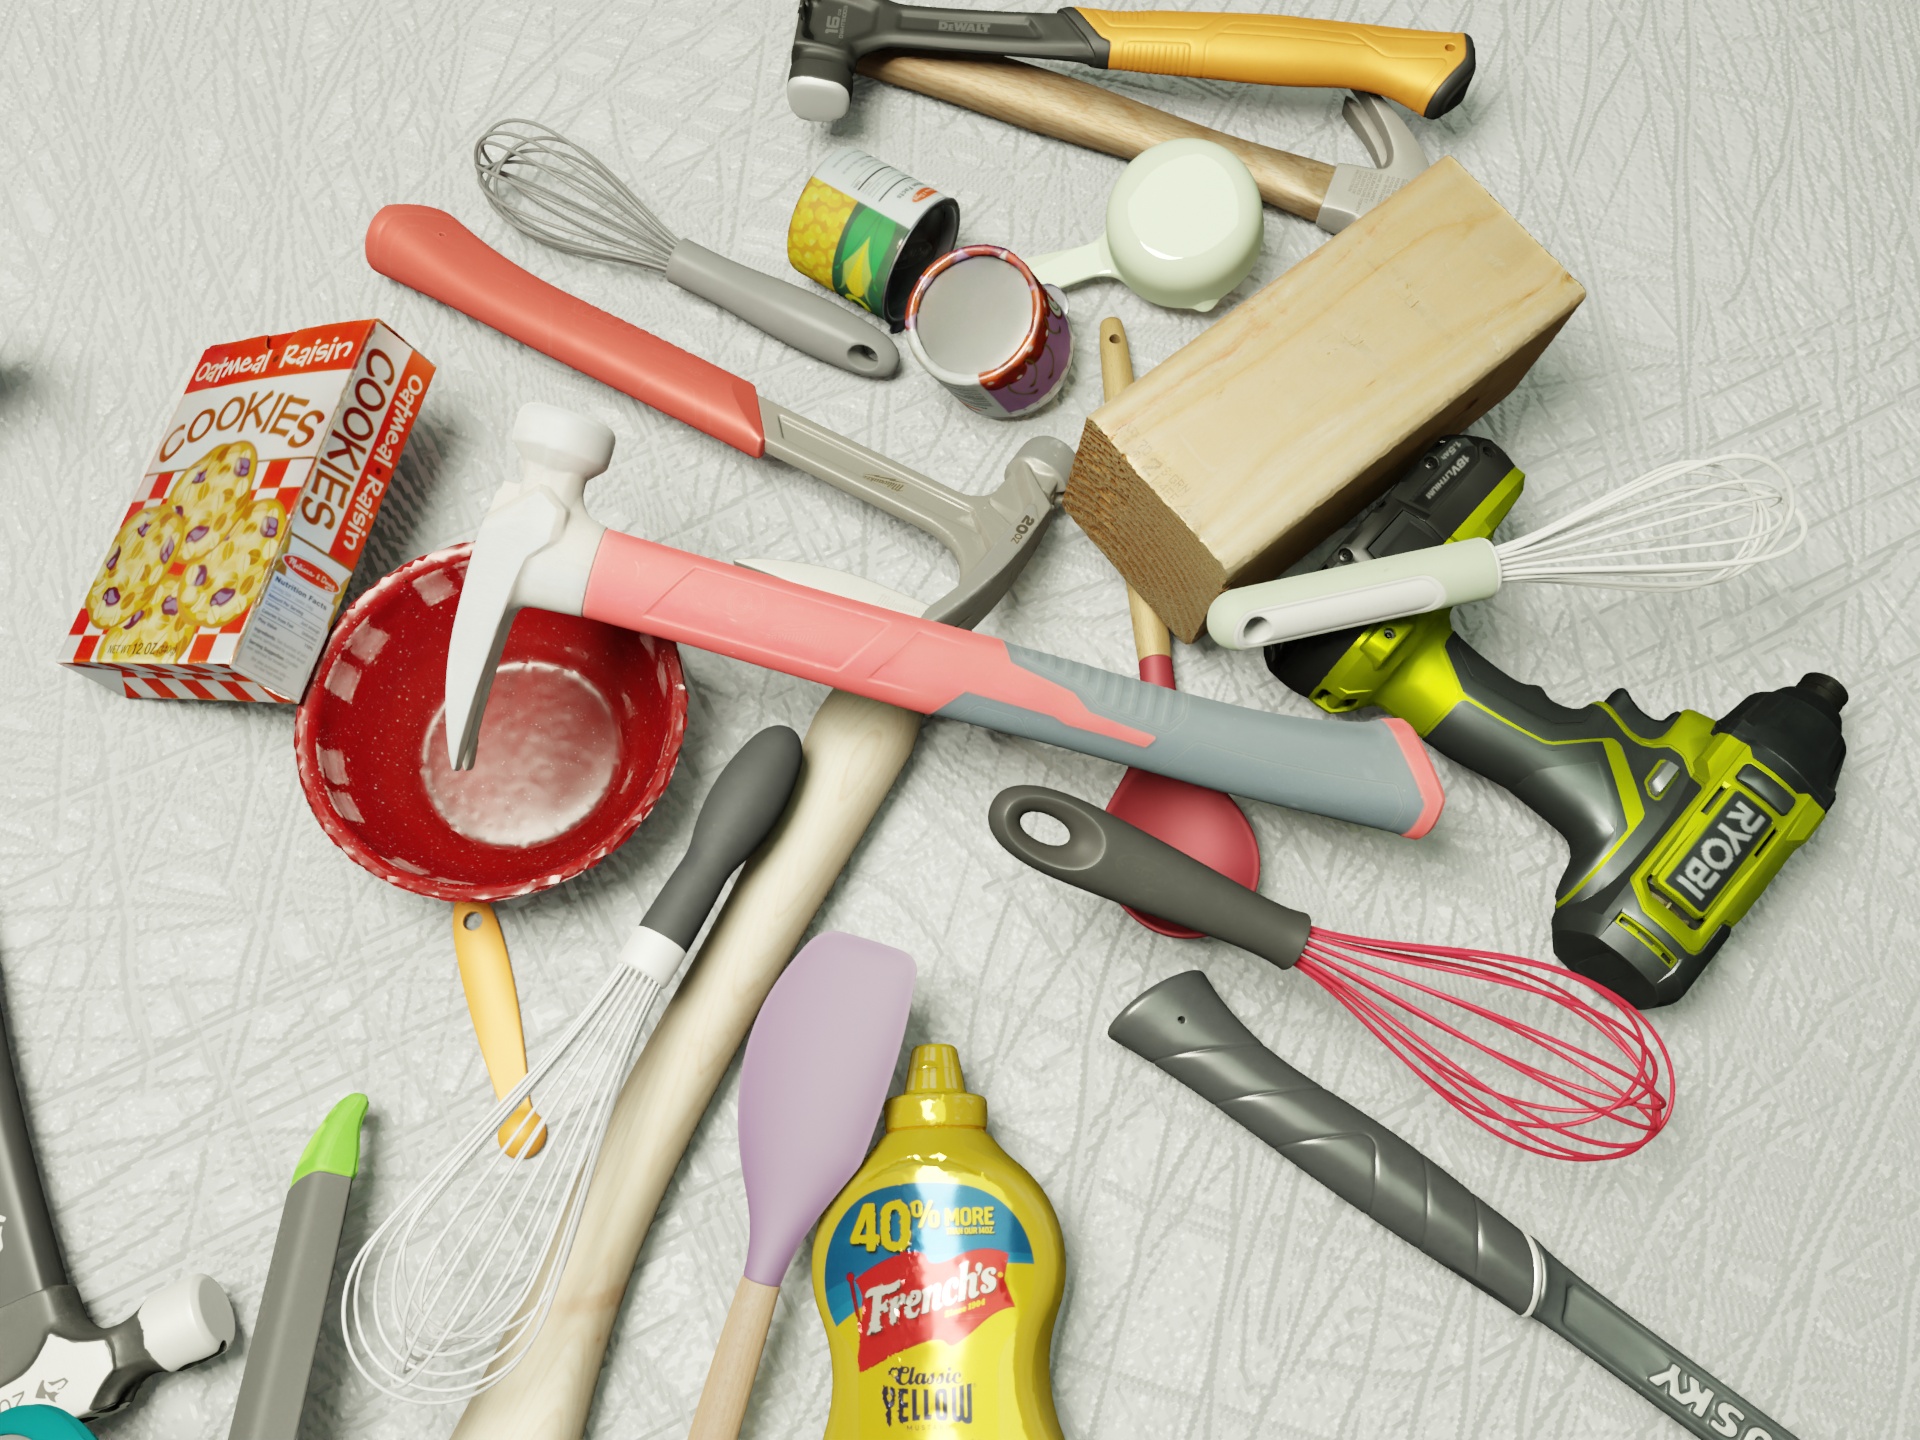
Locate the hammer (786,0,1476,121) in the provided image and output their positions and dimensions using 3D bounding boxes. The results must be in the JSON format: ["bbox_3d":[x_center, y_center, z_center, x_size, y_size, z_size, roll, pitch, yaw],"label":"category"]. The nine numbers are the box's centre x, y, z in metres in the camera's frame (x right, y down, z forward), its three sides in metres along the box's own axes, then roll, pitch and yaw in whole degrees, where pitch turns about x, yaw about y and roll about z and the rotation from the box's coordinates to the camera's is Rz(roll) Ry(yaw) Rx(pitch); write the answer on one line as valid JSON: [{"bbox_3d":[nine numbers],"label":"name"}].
[{"bbox_3d":[0.087,-0.346,0.797,0.337,0.034,0.127,6,71,2],"label":"hammer"}]

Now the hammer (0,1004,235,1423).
[{"bbox_3d":[-0.408,0.124,0.641,0.146,0.035,0.335,-23,70,-6],"label":"hammer"}]

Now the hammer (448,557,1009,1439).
[{"bbox_3d":[-0.113,0.121,0.649,0.146,0.038,0.411,23,71,9],"label":"hammer"}]

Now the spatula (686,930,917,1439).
[{"bbox_3d":[-0.084,0.233,0.590,0.060,0.018,0.316,13,79,16],"label":"spatula"}]

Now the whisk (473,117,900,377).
[{"bbox_3d":[-0.135,-0.227,0.776,0.239,0.055,0.055,27,71,4],"label":"whisk"}]

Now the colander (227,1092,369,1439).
[{"bbox_3d":[-0.217,0.325,0.538,0.094,0.204,0.398,23,48,-28],"label":"colander"}]

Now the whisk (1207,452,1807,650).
[{"bbox_3d":[0.218,-0.062,0.636,0.246,0.057,0.059,-12,39,-4],"label":"whisk"}]

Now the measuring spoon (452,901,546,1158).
[{"bbox_3d":[-0.193,0.123,0.659,0.021,0.011,0.117,-17,70,-7],"label":"measuring spoon"}]

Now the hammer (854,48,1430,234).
[{"bbox_3d":[0.080,-0.308,0.817,0.331,0.031,0.130,21,71,7],"label":"hammer"}]

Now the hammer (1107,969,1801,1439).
[{"bbox_3d":[0.232,0.231,0.614,0.409,0.036,0.149,35,73,12],"label":"hammer"}]

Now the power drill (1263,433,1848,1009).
[{"bbox_3d":[0.260,-0.011,0.686,0.223,0.080,0.171,42,75,10],"label":"power drill"}]

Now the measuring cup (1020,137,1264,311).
[{"bbox_3d":[0.064,-0.229,0.767,0.167,0.038,0.083,-15,84,7],"label":"measuring cup"}]

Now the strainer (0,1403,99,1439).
[{"bbox_3d":[-0.288,0.285,0.443,0.340,0.095,0.211,-41,55,28],"label":"strainer"}]

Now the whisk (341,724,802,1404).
[{"bbox_3d":[-0.135,0.117,0.604,0.070,0.070,0.285,25,67,8],"label":"whisk"}]

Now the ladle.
[{"bbox_3d":[0.084,-0.051,0.723,0.069,0.031,0.316,-2,67,-5],"label":"ladle"}]

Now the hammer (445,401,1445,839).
[{"bbox_3d":[-0.001,-0.002,0.623,0.386,0.038,0.143,16,88,-5],"label":"hammer"}]

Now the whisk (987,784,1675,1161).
[{"bbox_3d":[0.145,0.093,0.609,0.295,0.073,0.073,25,70,-5],"label":"whisk"}]

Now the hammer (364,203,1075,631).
[{"bbox_3d":[-0.131,-0.148,0.735,0.359,0.036,0.149,27,50,12],"label":"hammer"}]
